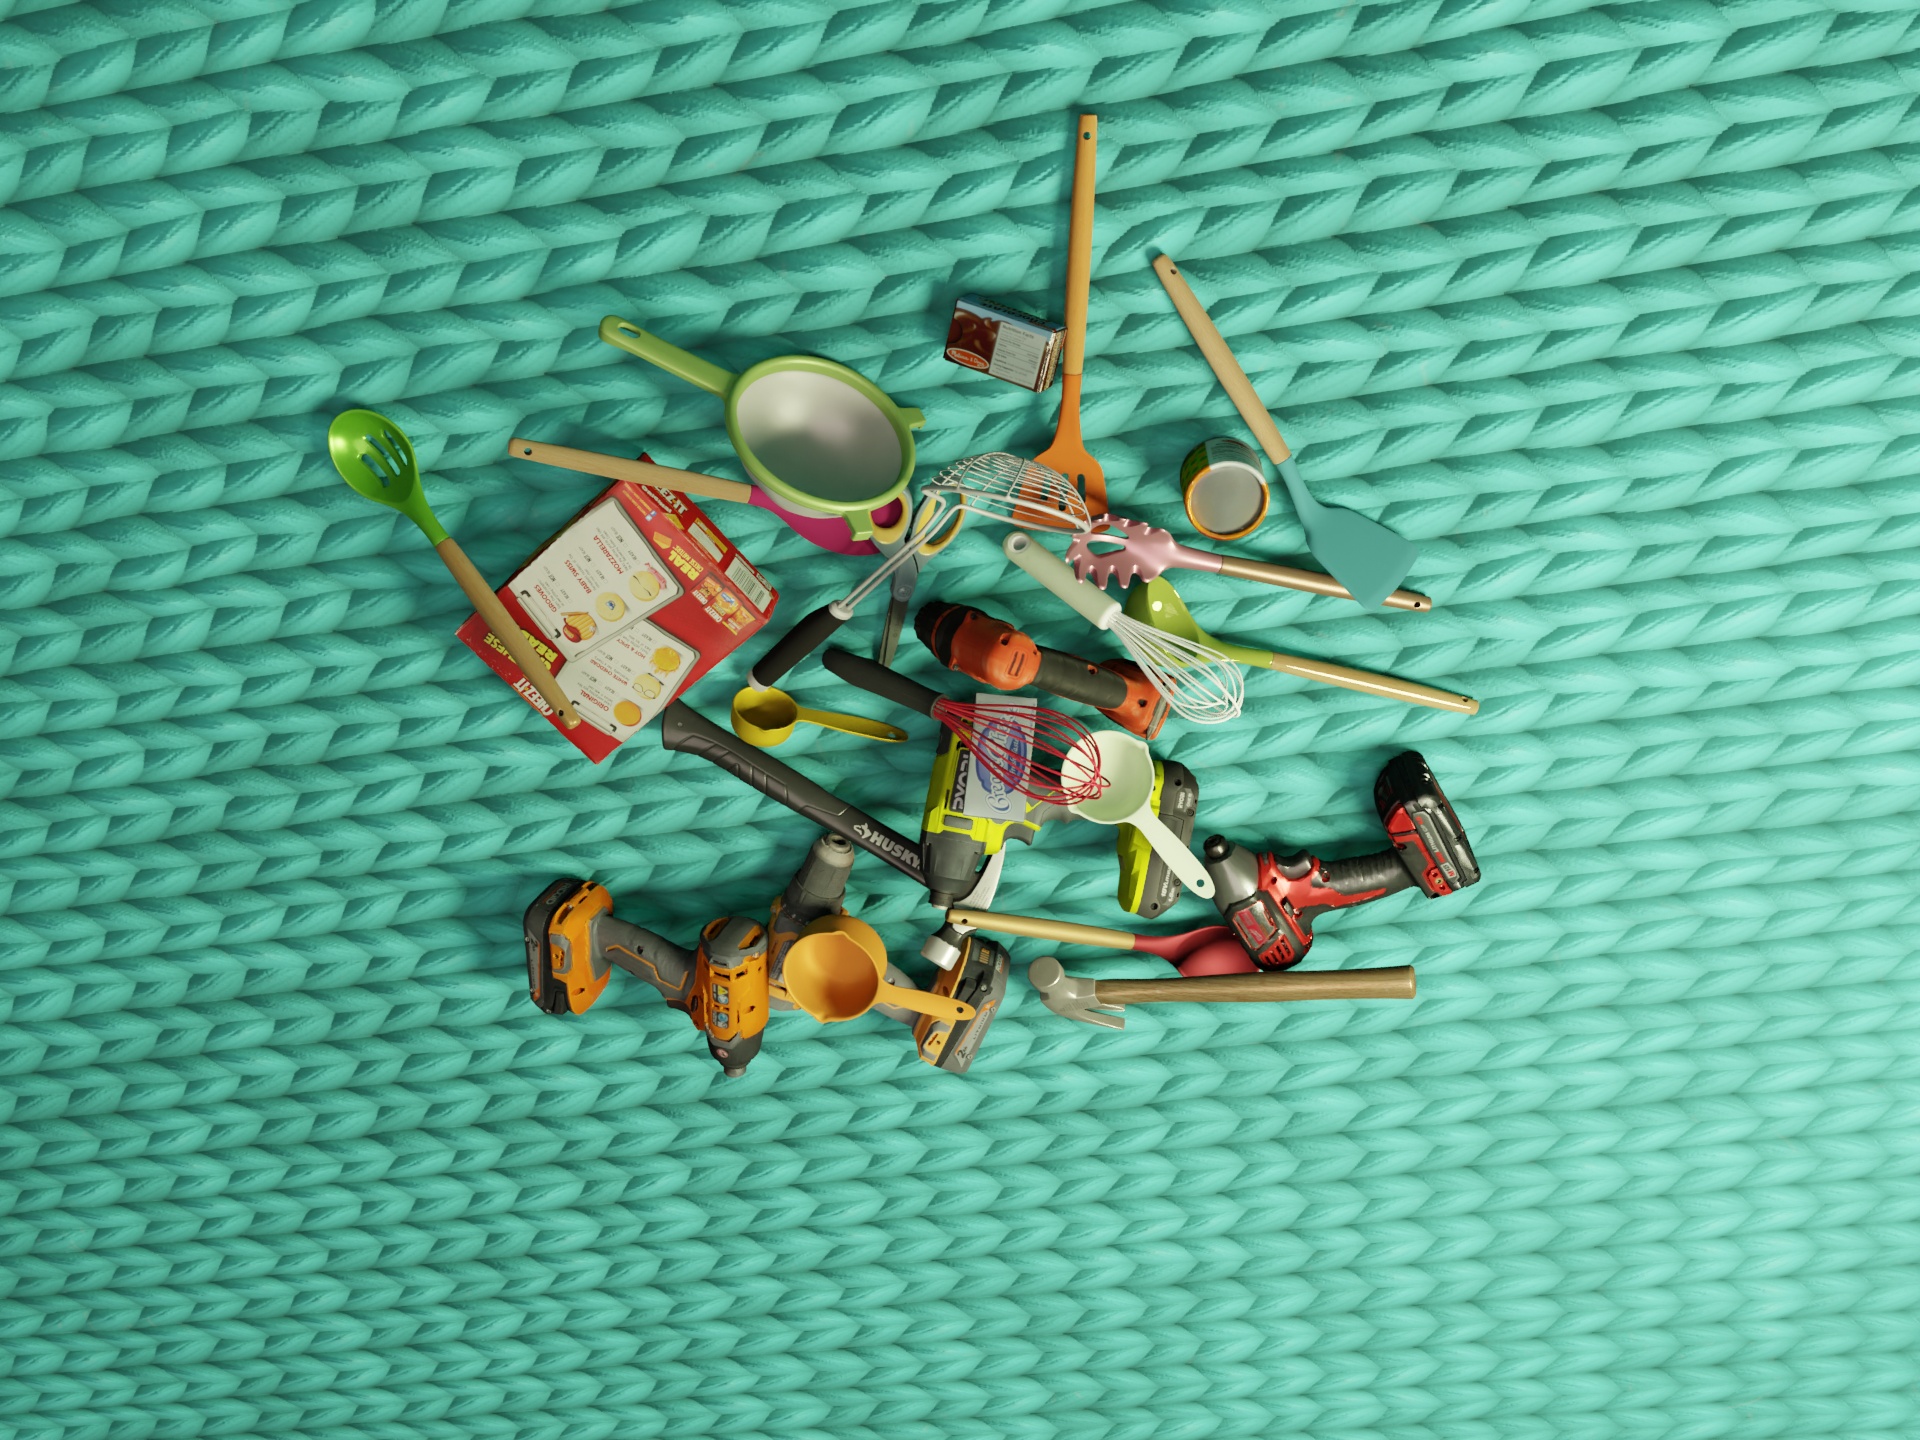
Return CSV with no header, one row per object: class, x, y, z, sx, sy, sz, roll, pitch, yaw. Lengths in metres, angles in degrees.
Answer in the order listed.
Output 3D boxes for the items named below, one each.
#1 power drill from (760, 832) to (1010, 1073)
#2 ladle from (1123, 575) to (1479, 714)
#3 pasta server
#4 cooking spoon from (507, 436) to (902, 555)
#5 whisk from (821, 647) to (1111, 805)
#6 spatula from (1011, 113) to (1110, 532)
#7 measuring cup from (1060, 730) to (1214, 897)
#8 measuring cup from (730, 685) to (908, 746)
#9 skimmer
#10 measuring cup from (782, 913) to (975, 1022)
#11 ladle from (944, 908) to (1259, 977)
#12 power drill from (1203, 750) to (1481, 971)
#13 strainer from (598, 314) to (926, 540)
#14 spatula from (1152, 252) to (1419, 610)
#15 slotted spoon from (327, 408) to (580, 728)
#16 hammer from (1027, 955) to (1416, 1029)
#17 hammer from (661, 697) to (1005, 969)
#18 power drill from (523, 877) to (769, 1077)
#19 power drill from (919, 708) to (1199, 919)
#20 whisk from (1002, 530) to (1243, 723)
power drill,-0.069,0.212,1.467,0.226,0.084,0.185,22,116,-3
ladle,0.285,-0.052,1.313,0.320,0.078,0.062,12,142,-9
pasta server,0.233,-0.117,1.266,0.316,0.040,0.060,9,118,-12
cooking spoon,-0.191,-0.182,1.244,0.318,0.017,0.068,9,110,-21
whisk,-0.002,-0.004,1.281,0.296,0.073,0.073,25,125,33
spatula,0.086,-0.292,1.215,0.081,0.041,0.322,4,114,3
measuring cup,0.149,0.081,1.310,0.083,0.038,0.167,-41,90,-2
measuring cup,-0.123,0.008,1.380,0.156,0.062,0.029,12,129,-14
skimmer,-0.052,-0.096,1.251,0.127,0.090,0.363,13,142,-42
measuring cup,-0.068,0.226,1.404,0.173,0.052,0.095,15,112,2
ladle,0.130,0.196,1.426,0.315,0.031,0.069,12,111,-23
power drill,0.324,0.123,1.390,0.219,0.079,0.143,-28,113,18
strainer,-0.162,-0.226,1.214,0.256,0.152,0.069,26,141,-7
spatula,0.244,-0.226,1.225,0.317,0.082,0.044,53,152,-18
slotted spoon,-0.402,-0.120,1.278,0.070,0.031,0.314,-38,86,21
hammer,0.235,0.240,1.419,0.331,0.031,0.129,-5,151,18
hammer,-0.115,0.073,1.395,0.334,0.035,0.146,31,82,-4
power drill,-0.282,0.241,1.462,0.226,0.084,0.164,12,120,16
power drill,0.079,0.092,1.363,0.223,0.080,0.171,11,89,-3
whisk,0.124,-0.077,1.250,0.246,0.059,0.058,40,81,25
